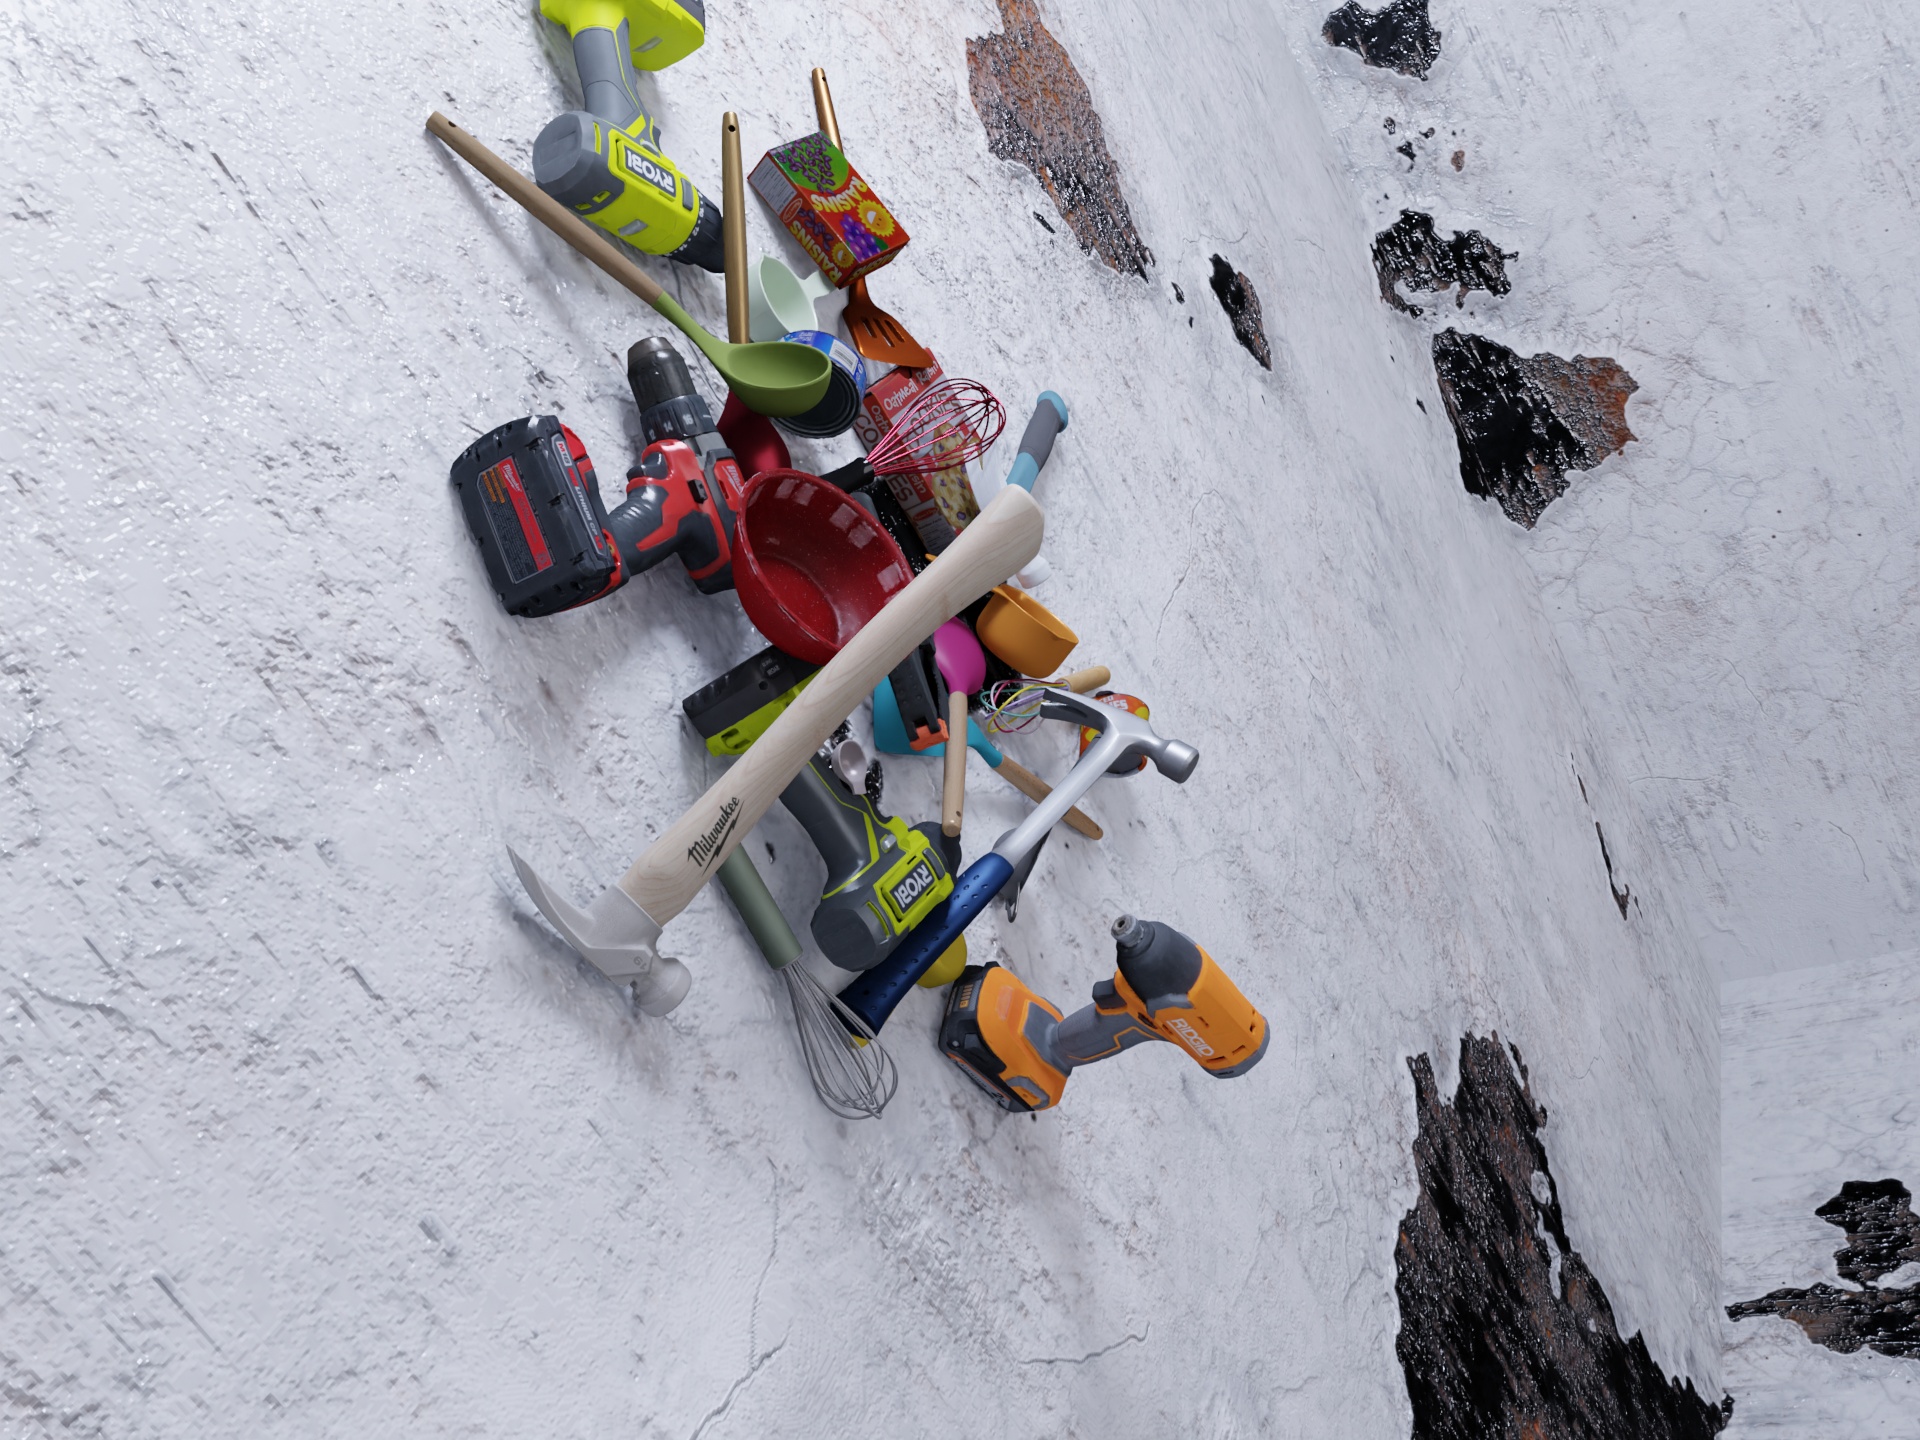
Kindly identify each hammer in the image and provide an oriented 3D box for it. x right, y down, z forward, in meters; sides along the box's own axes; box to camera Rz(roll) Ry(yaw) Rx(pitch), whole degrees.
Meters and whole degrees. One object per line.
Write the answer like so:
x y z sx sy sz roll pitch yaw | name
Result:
-0.098 -0.009 1.008 0.411 0.038 0.146 -47 122 -14 | hammer
0.066 -0.246 1.515 0.128 0.033 0.331 59 24 -20 | hammer
0.033 0.104 1.260 0.405 0.144 0.035 -42 152 -40 | hammer

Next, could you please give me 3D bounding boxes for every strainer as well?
0.080 0.079 1.384 0.050 0.086 0.258 34 45 6 | strainer

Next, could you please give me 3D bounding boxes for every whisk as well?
-0.066 -0.212 1.301 0.296 0.073 0.073 -35 104 -38 | whisk
-0.115 0.171 1.097 0.246 0.058 0.059 61 0 -8 | whisk
0.083 -0.024 1.483 0.245 0.051 0.047 -19 121 -61 | whisk

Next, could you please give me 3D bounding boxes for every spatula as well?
0.035 0.045 1.390 0.317 0.044 0.082 37 44 -47 | spatula
-0.096 -0.456 1.439 0.081 0.041 0.323 -1 72 -38 | spatula

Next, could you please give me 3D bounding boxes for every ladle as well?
-0.166 -0.304 1.198 0.069 0.031 0.315 -2 86 -12 | ladle
-0.227 -0.321 1.114 0.320 0.062 0.078 37 33 -19 | ladle

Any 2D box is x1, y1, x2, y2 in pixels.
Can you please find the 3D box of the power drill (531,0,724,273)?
-0.240 -0.461 1.206 0.190 0.080 0.229 15 63 -56 | power drill

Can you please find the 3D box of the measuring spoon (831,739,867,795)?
-0.079 0.076 1.222 0.034 0.018 0.124 -13 92 -57 | measuring spoon

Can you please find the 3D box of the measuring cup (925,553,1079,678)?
0.025 -0.092 1.406 0.173 0.052 0.095 25 18 -32 | measuring cup

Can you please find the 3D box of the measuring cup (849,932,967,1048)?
-0.038 0.198 1.198 0.062 0.029 0.156 62 33 -12 | measuring cup

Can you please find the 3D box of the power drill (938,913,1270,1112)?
0.097 0.217 1.202 0.164 0.226 0.084 48 39 -30 | power drill

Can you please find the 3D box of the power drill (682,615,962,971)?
-0.087 0.047 1.141 0.223 0.080 0.171 59 33 -6 | power drill

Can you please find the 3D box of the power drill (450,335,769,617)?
-0.230 -0.168 1.074 0.226 0.080 0.188 -24 94 -59 | power drill

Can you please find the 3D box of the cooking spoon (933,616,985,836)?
-0.002 -0.004 1.285 0.068 0.017 0.319 41 25 -21 | cooking spoon

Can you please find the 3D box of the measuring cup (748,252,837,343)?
-0.142 -0.352 1.332 0.083 0.038 0.168 60 24 -14 | measuring cup
